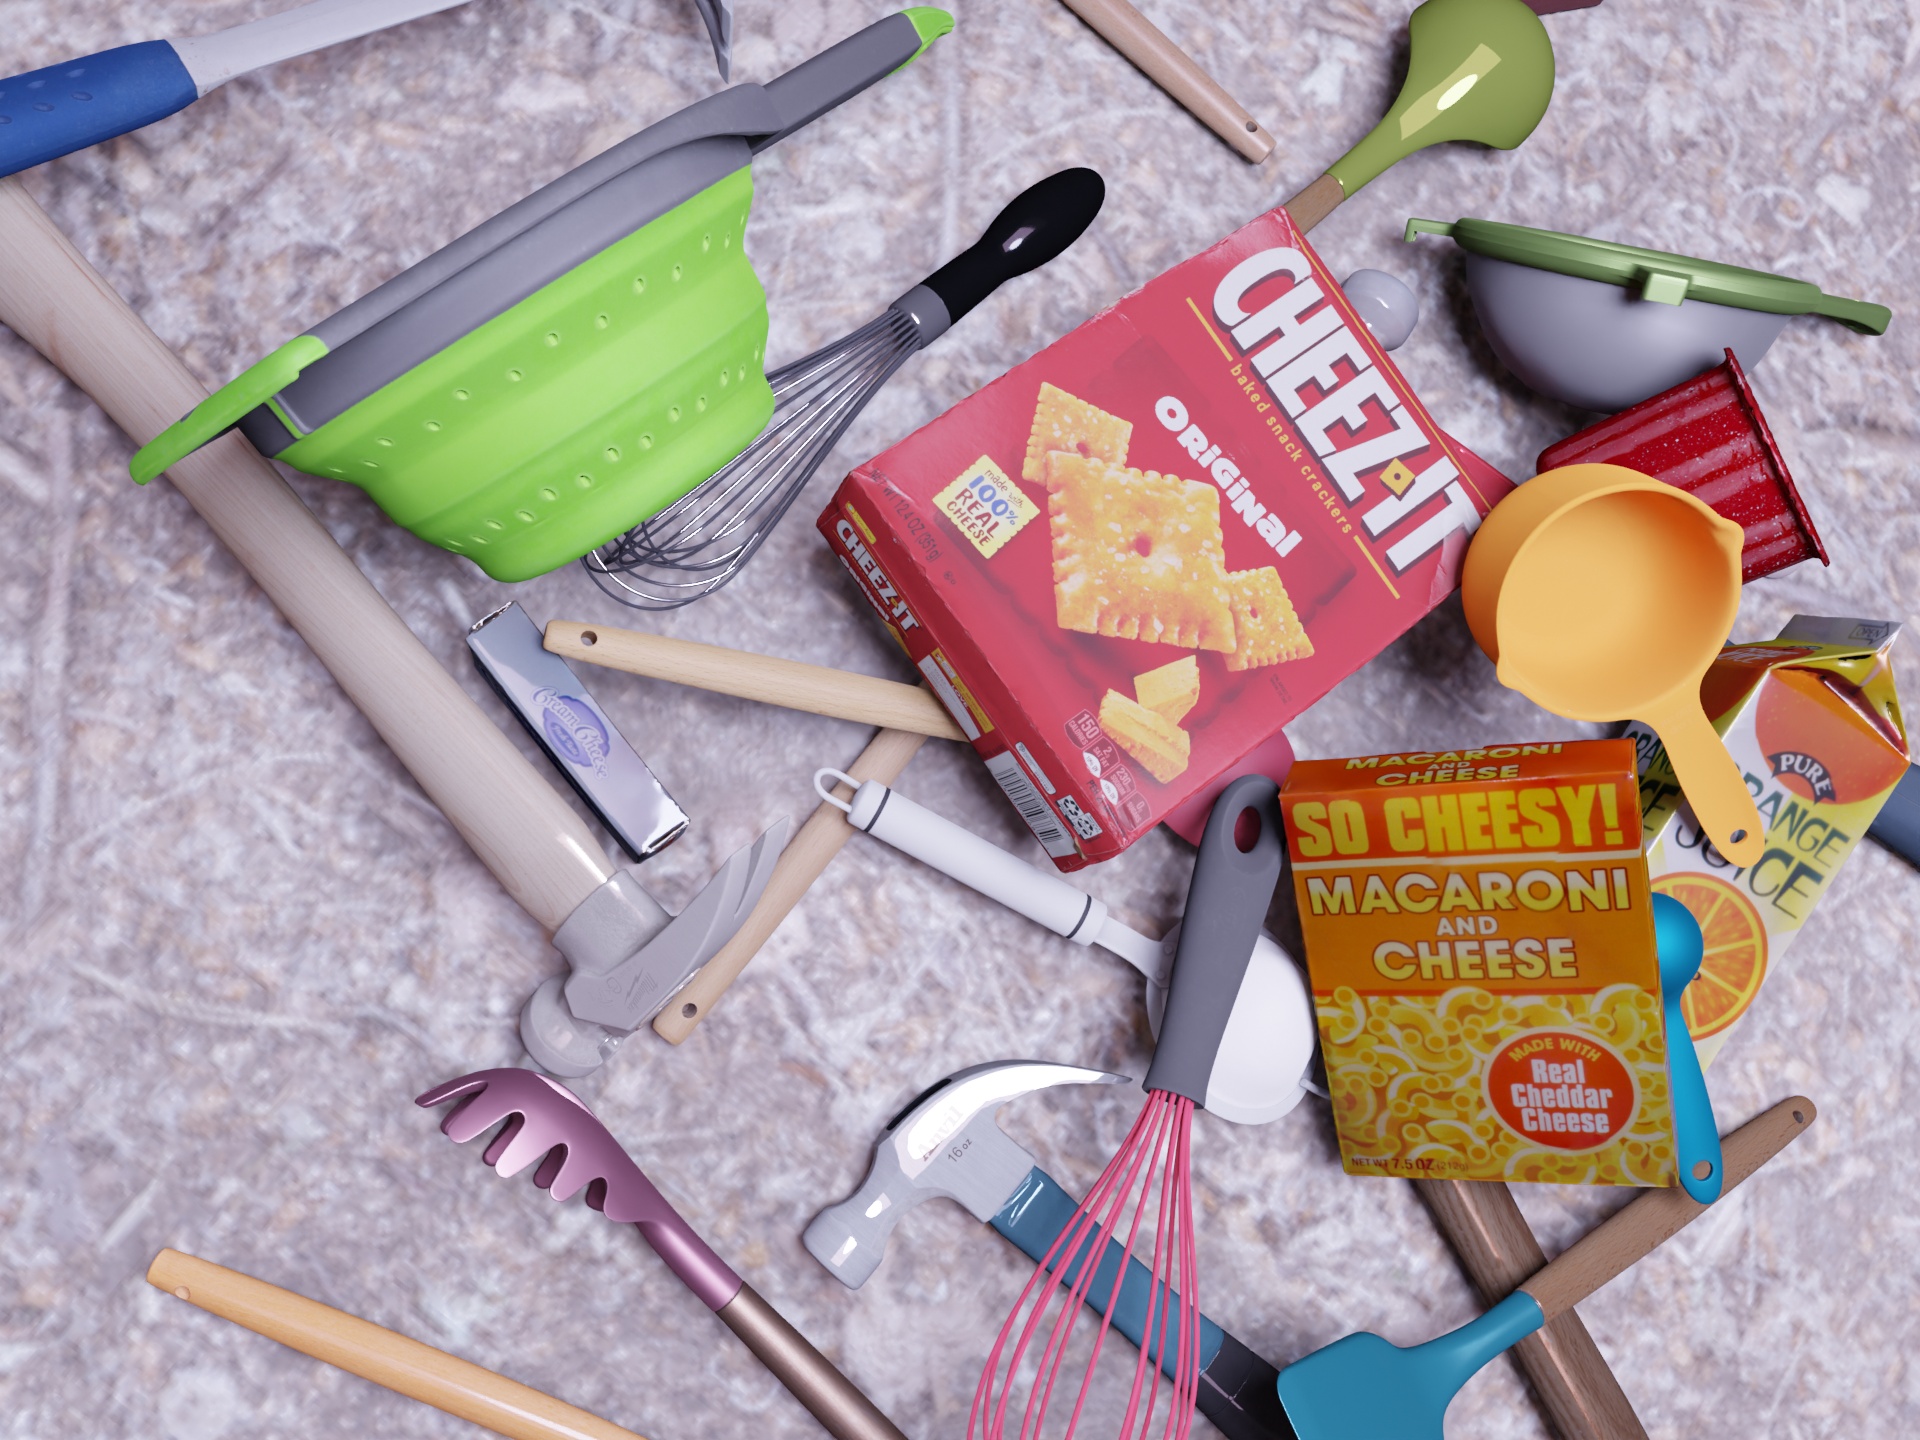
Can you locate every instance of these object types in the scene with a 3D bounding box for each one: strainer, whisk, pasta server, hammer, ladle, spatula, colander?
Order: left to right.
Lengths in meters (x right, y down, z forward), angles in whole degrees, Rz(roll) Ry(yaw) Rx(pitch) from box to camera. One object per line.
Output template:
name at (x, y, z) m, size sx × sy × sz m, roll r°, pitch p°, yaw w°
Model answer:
hammer at (-0.268, -0.235, 0.573) m, size 0.405 × 0.035 × 0.144 m, roll -30°, pitch 73°, yaw -22°
hammer at (-0.231, -0.062, 0.560) m, size 0.410 × 0.146 × 0.038 m, roll 48°, pitch 36°, yaw 3°
spatula at (-0.137, 0.260, 0.561) m, size 0.322 × 0.041 × 0.081 m, roll 24°, pitch 112°, yaw -4°
colander at (-0.089, -0.156, 0.563) m, size 0.094 × 0.204 × 0.397 m, roll 58°, pitch 45°, yaw -20°
pasta server at (-0.071, 0.235, 0.581) m, size 0.316 × 0.060 × 0.040 m, roll 47°, pitch 67°, yaw -6°
whisk at (-0.040, -0.145, 0.641) m, size 0.284 × 0.070 × 0.070 m, roll -43°, pitch 92°, yaw -19°
ladle at (-0.001, -0.002, 0.614) m, size 0.315 × 0.031 × 0.069 m, roll 11°, pitch 76°, yaw -18°
spatula at (0.017, -0.354, 0.703) m, size 0.316 × 0.018 × 0.060 m, roll 40°, pitch 77°, yaw -2°
strainer at (0.056, 0.083, 0.623) m, size 0.258 × 0.050 × 0.087 m, roll 29°, pitch 55°, yaw -8°
whisk at (0.069, 0.152, 0.563) m, size 0.073 × 0.073 × 0.296 m, roll 23°, pitch 69°, yaw -8°
hammer at (0.102, 0.258, 0.618) m, size 0.331 × 0.033 × 0.128 m, roll 42°, pitch 77°, yaw -3°
ladle at (0.140, -0.215, 0.702) m, size 0.320 × 0.062 × 0.078 m, roll -40°, pitch 96°, yaw -8°
spatula at (0.244, 0.216, 0.615) m, size 0.317 × 0.044 × 0.082 m, roll -21°, pitch 74°, yaw -28°
hammer at (0.292, -0.031, 0.700) m, size 0.386 × 0.038 × 0.143 m, roll 35°, pitch 77°, yaw -5°
hammer at (0.272, 0.316, 0.635) m, size 0.130 × 0.031 × 0.331 m, roll -26°, pitch 84°, yaw -31°
strainer at (0.326, -0.170, 0.712) m, size 0.256 × 0.152 × 0.069 m, roll -1°, pitch 114°, yaw -30°

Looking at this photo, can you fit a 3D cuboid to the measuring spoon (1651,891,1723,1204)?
measuring spoon at (0.276, 0.129, 0.607) m, size 0.042 × 0.021 × 0.128 m, roll -16°, pitch 96°, yaw -1°

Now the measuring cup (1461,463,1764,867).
measuring cup at (0.251, -0.018, 0.591) m, size 0.095 × 0.052 × 0.173 m, roll -34°, pitch 113°, yaw 9°

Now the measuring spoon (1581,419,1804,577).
measuring spoon at (0.341, -0.106, 0.732) m, size 0.124 × 0.018 × 0.034 m, roll 29°, pitch 77°, yaw -5°

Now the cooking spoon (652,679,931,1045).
cooking spoon at (-0.017, -0.002, 0.640) m, size 0.068 × 0.017 × 0.319 m, roll 43°, pitch 75°, yaw -18°
